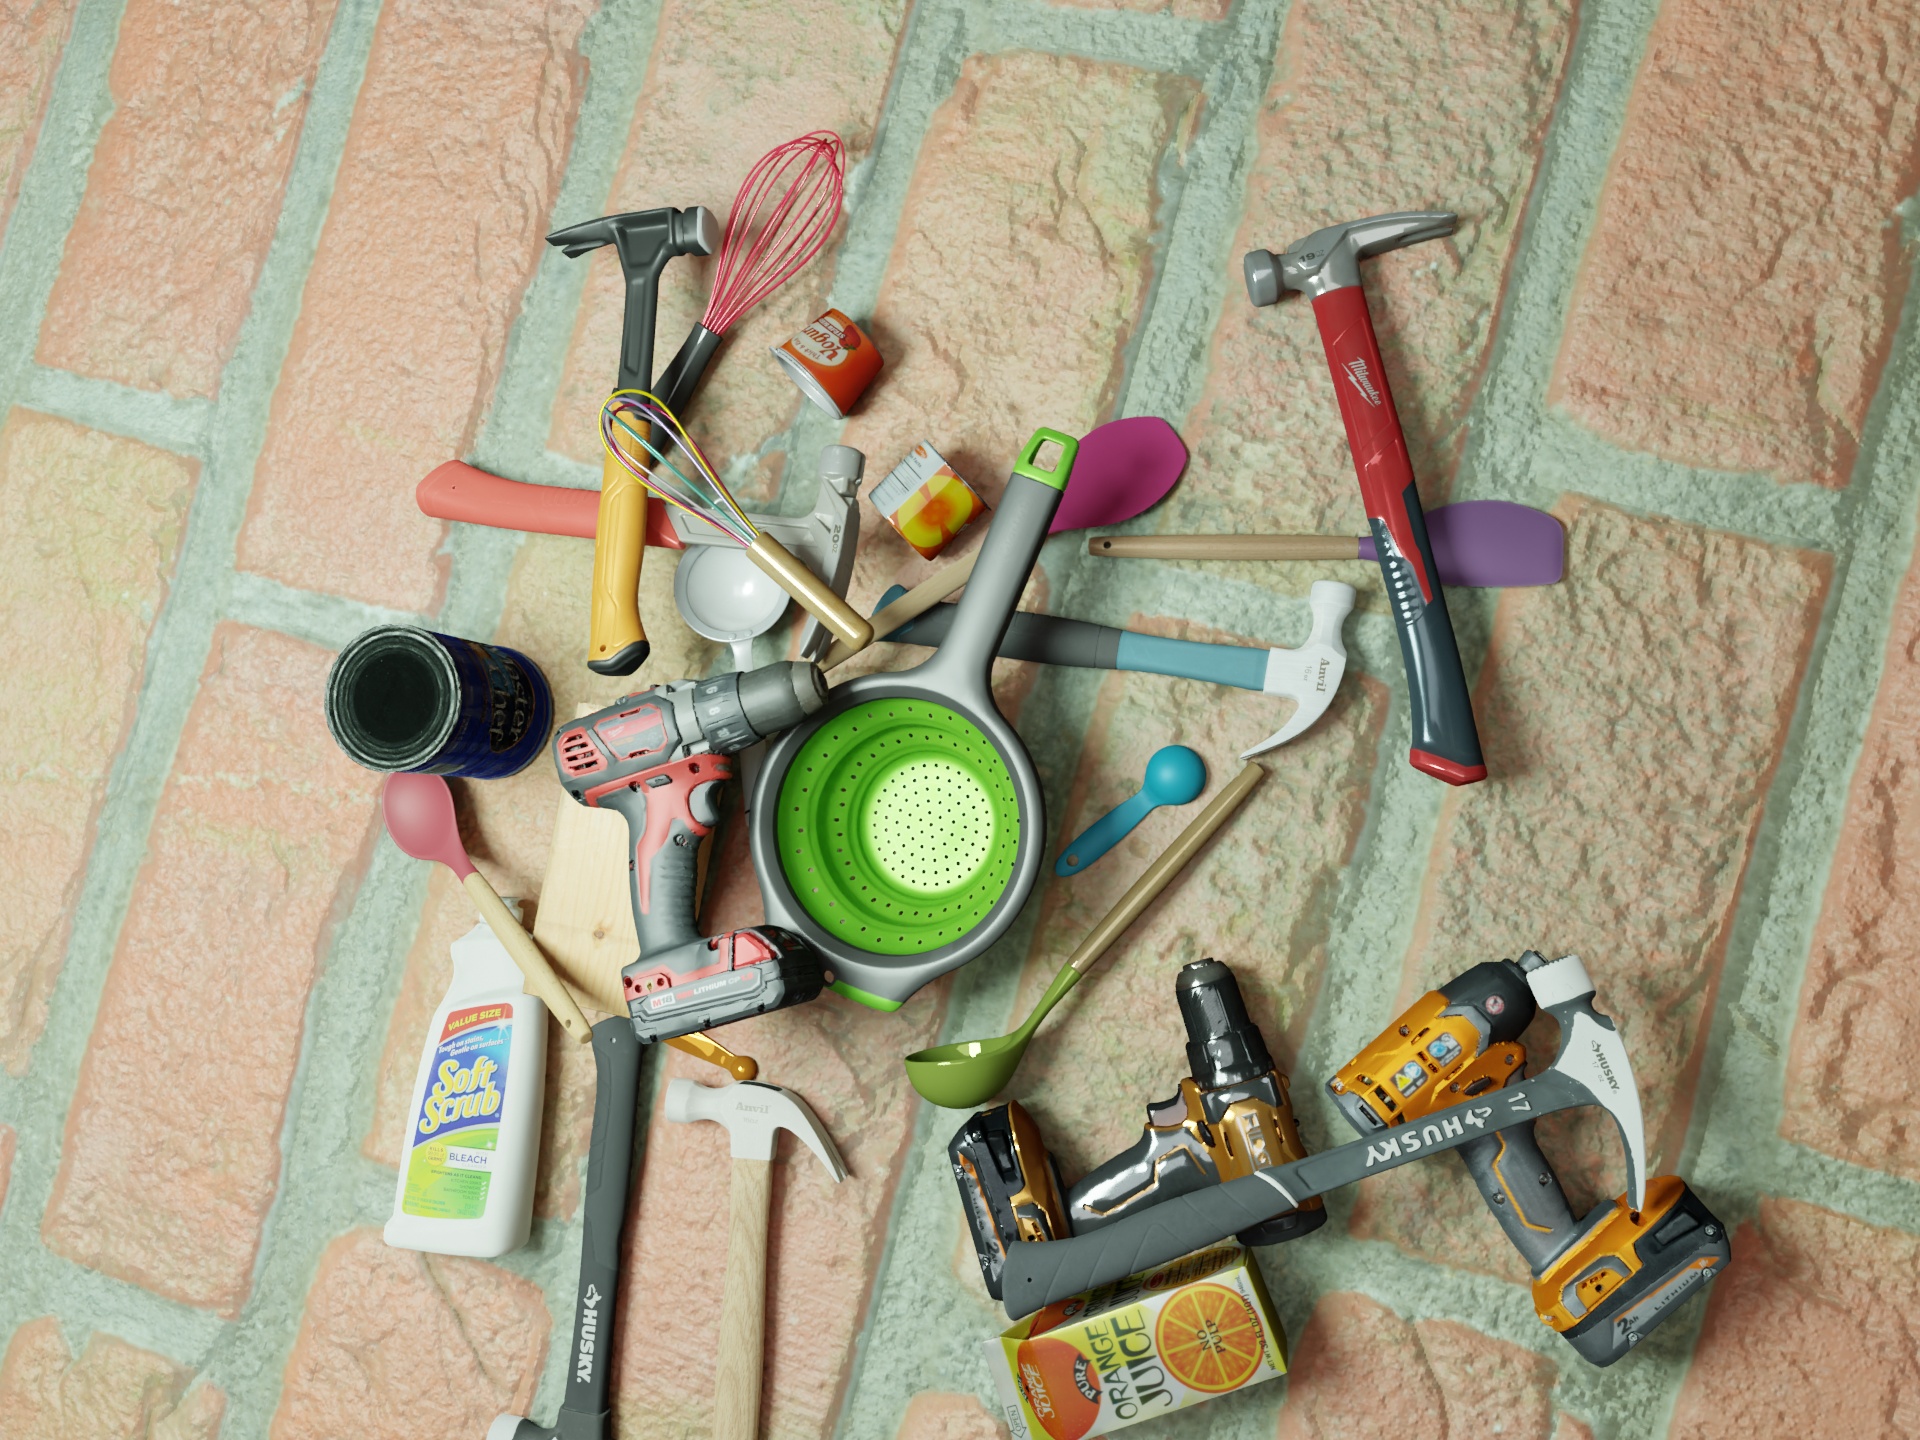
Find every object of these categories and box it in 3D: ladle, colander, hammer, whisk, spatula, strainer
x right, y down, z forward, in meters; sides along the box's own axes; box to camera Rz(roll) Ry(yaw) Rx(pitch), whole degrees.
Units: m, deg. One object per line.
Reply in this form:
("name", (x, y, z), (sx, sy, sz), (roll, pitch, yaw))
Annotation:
("ladle", (-0.333, 0.126, 1.118), (0.316, 0.031, 0.069), (40, 108, 40))
("colander", (-0.002, -0.003, 1.081), (0.204, 0.094, 0.397), (24, 93, 16))
("hammer", (-0.240, -0.197, 1.118), (0.127, 0.034, 0.337), (-2, 79, 19))
("hammer", (0.097, -0.052, 1.104), (0.331, 0.033, 0.128), (9, 87, 12))
("hammer", (-0.241, -0.136, 1.145), (0.359, 0.036, 0.149), (9, 83, 22))
("whisk", (-0.150, -0.134, 1.055), (0.245, 0.051, 0.047), (42, 80, 7))
("spatula", (0.245, -0.120, 1.085), (0.316, 0.018, 0.060), (1, 83, 10))
("whisk", (-0.173, -0.303, 1.167), (0.073, 0.073, 0.296), (36, 99, 12))
("strainer", (-0.154, -0.032, 1.130), (0.087, 0.050, 0.259), (-9, 72, 4))
("hammer", (0.215, 0.285, 0.973), (0.409, 0.036, 0.149), (-23, 74, 7))
("ladle", (0.087, 0.141, 1.081), (0.062, 0.078, 0.320), (43, 89, 3))
("hammer", (-0.251, 0.374, 1.139), (0.146, 0.035, 0.335), (5, 88, 12))
("hammer", (0.300, -0.149, 1.051), (0.143, 0.038, 0.386), (-13, 79, 7))
("hammer", (-0.150, 0.422, 1.117), (0.130, 0.031, 0.331), (3, 88, 8))

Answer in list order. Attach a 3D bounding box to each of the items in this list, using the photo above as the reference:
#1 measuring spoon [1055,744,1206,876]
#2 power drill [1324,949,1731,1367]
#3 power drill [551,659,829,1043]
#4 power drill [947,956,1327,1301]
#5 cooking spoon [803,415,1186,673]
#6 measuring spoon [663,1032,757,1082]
("measuring spoon", (0.114, 0.065, 1.096), (0.128, 0.021, 0.042), (-40, 79, 5))
("power drill", (0.366, 0.265, 1.002), (0.164, 0.084, 0.227), (-43, 76, 4))
("power drill", (-0.155, 0.079, 1.032), (0.188, 0.080, 0.227), (-18, 80, 11))
("power drill", (0.109, 0.272, 1.055), (0.226, 0.084, 0.185), (-17, 82, 6))
("cooking spoon", (0.017, -0.114, 1.108), (0.319, 0.017, 0.069), (-33, 79, -3))
("measuring spoon", (-0.200, 0.231, 1.154), (0.117, 0.011, 0.021), (25, 91, 12))
